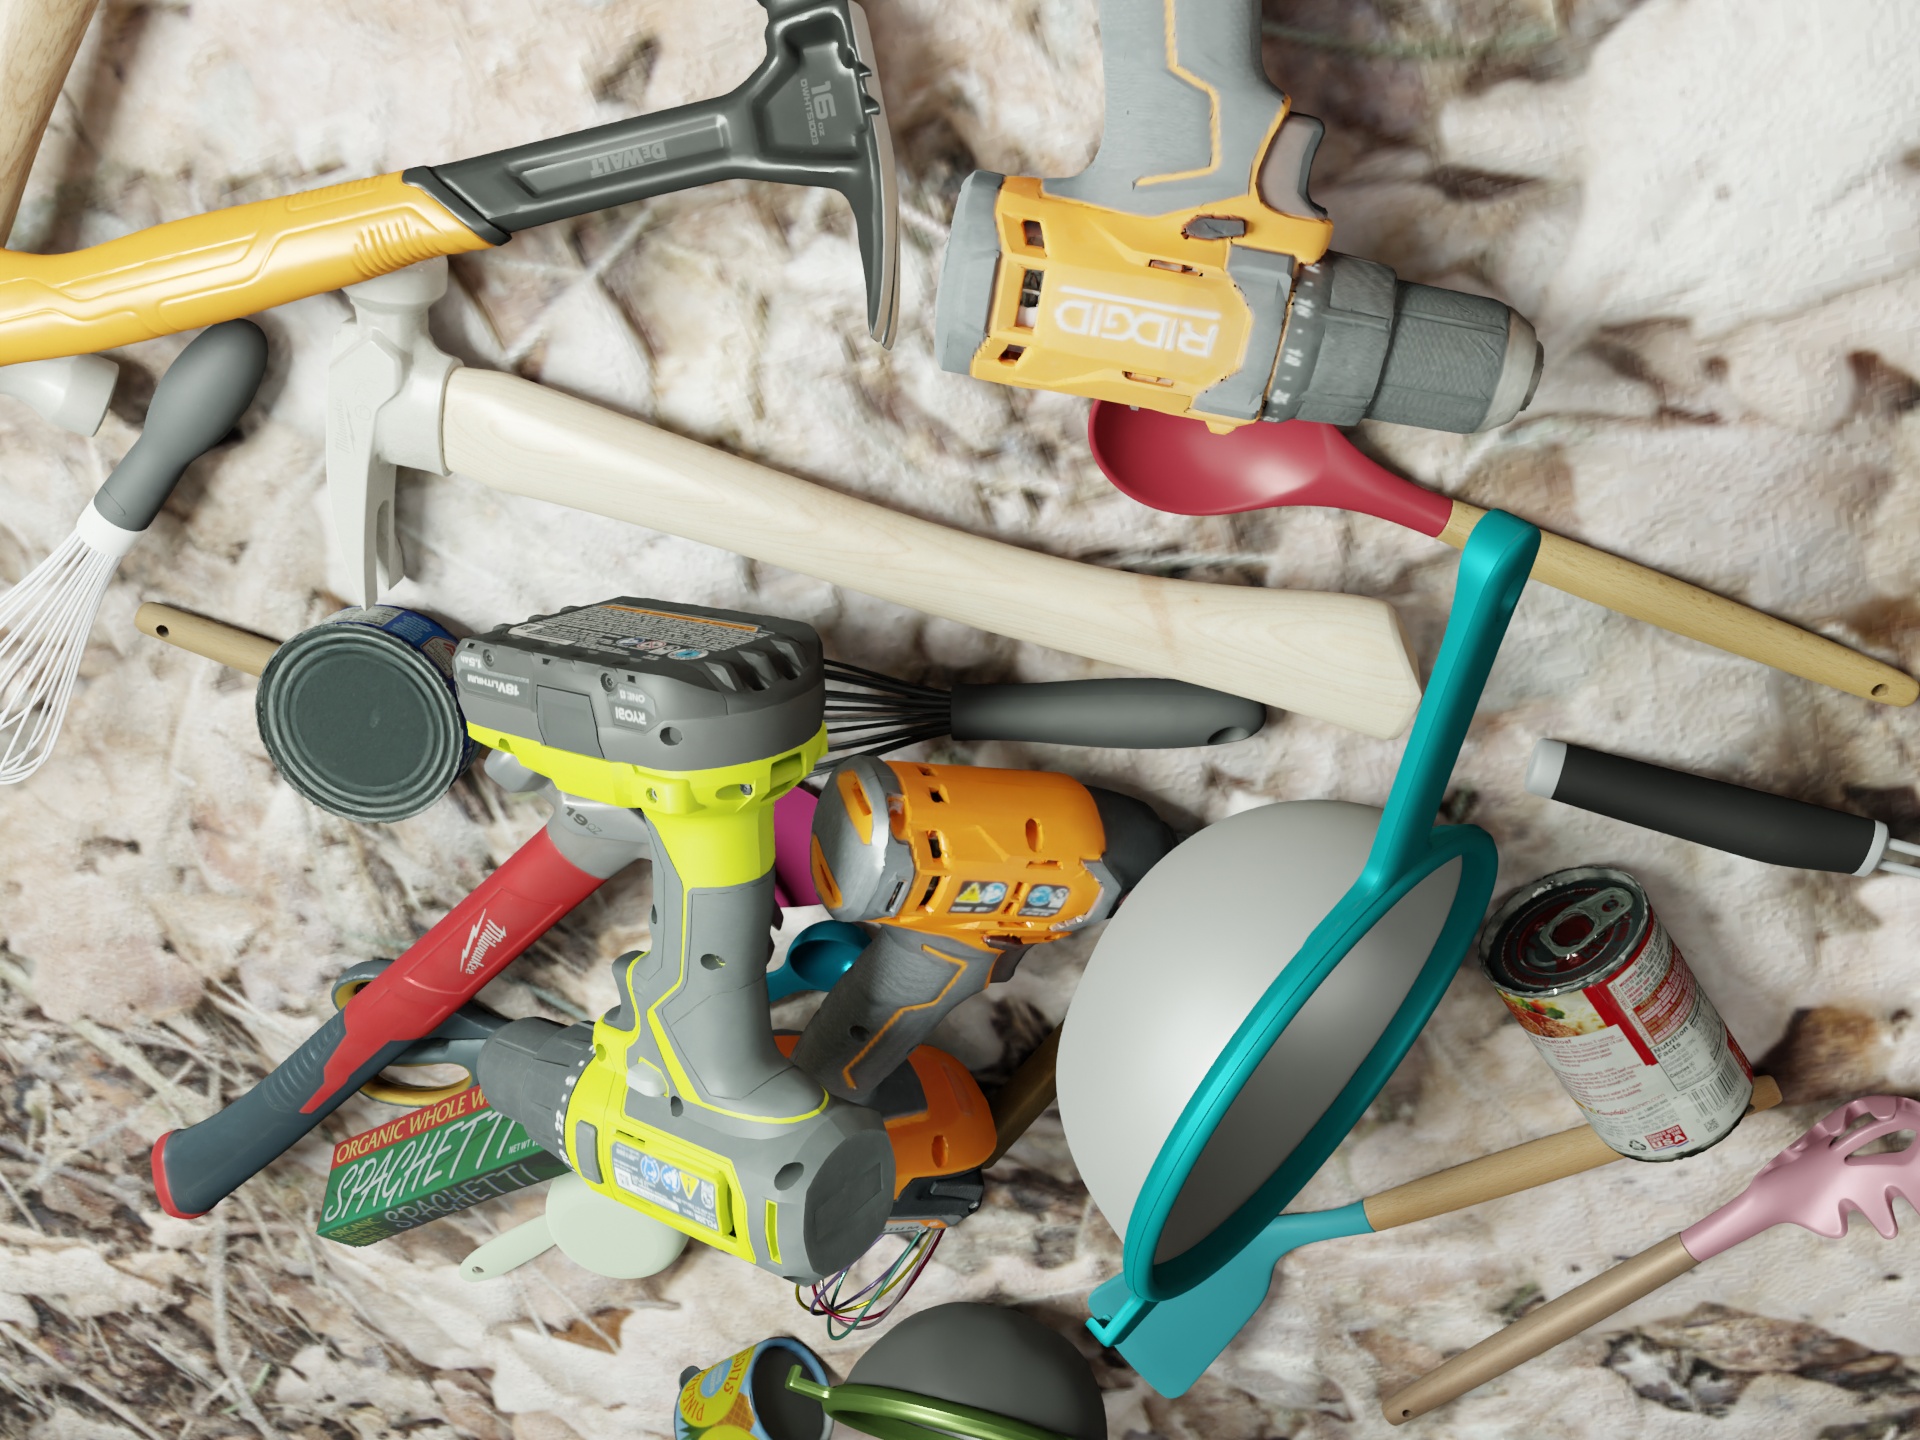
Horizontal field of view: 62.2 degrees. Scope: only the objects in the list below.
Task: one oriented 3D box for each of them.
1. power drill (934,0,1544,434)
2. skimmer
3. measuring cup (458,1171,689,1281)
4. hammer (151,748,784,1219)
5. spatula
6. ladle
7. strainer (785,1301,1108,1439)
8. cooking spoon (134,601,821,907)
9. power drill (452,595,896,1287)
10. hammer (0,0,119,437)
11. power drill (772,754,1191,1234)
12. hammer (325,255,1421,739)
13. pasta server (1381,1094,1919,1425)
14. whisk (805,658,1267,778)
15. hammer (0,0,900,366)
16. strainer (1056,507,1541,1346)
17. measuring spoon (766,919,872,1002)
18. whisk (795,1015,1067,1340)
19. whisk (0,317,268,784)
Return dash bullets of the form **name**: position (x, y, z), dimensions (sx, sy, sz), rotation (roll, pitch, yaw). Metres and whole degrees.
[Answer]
- **power drill**: position (0.098, -0.193, 0.458), dimensions (0.185, 0.084, 0.226), rotation (12, 116, 2)
- **skimmer**: position (0.398, 0.048, 0.590), dimensions (0.363, 0.090, 0.127), rotation (15, 126, 13)
- **measuring cup**: position (-0.207, 0.270, 0.821), dimensions (0.167, 0.038, 0.083), rotation (-32, 111, 23)
- **hammer**: position (-0.252, 0.146, 0.737), dimensions (0.143, 0.038, 0.386), rotation (42, 118, -18)
- **spatula**: position (0.211, 0.226, 0.719), dimensions (0.317, 0.044, 0.082), rotation (-27, 113, 22)
- **ladle**: position (0.195, -0.063, 0.561), dimensions (0.315, 0.031, 0.069), rotation (20, 128, -4)
- **strainer**: position (0.054, 0.321, 0.758), dimensions (0.256, 0.069, 0.151), rotation (-9, 143, 35)
- **cooking spoon**: position (-0.196, 0.010, 0.678), dimensions (0.319, 0.017, 0.068), rotation (20, 119, -3)
- **power drill**: position (-0.117, 0.076, 0.580), dimensions (0.191, 0.080, 0.228), rotation (11, 111, 35)
- **hammer**: position (-0.299, -0.248, 0.519), dimensions (0.130, 0.031, 0.331), rotation (20, 121, -34)
- **power drill**: position (-0.004, 0.114, 0.656), dimensions (0.164, 0.084, 0.226), rotation (5, 126, -29)
- **hammer**: position (-0.037, -0.056, 0.589), dimensions (0.410, 0.038, 0.146), rotation (16, 123, 3)
- **pasta server**: position (0.311, 0.257, 0.724), dimensions (0.060, 0.040, 0.316), rotation (43, 120, -2)
- **whisk**: position (-0.001, -0.001, 0.623), dimensions (0.239, 0.055, 0.055), rotation (0, 120, 5)
- **hammer**: position (-0.187, -0.156, 0.526), dimensions (0.337, 0.034, 0.127), rotation (-10, 96, 9)
- **strainer**: position (0.110, 0.058, 0.563), dimensions (0.095, 0.211, 0.340), rotation (36, 137, 30)
- **measuring spoon**: position (-0.089, 0.115, 0.726), dimensions (0.128, 0.021, 0.042), rotation (-22, 129, 31)
- **whisk**: position (-0.008, 0.218, 0.755), dimensions (0.047, 0.051, 0.245), rotation (35, 117, -4)
- **whisk**: position (-0.360, -0.057, 0.647), dimensions (0.070, 0.070, 0.284), rotation (42, 114, -15)
